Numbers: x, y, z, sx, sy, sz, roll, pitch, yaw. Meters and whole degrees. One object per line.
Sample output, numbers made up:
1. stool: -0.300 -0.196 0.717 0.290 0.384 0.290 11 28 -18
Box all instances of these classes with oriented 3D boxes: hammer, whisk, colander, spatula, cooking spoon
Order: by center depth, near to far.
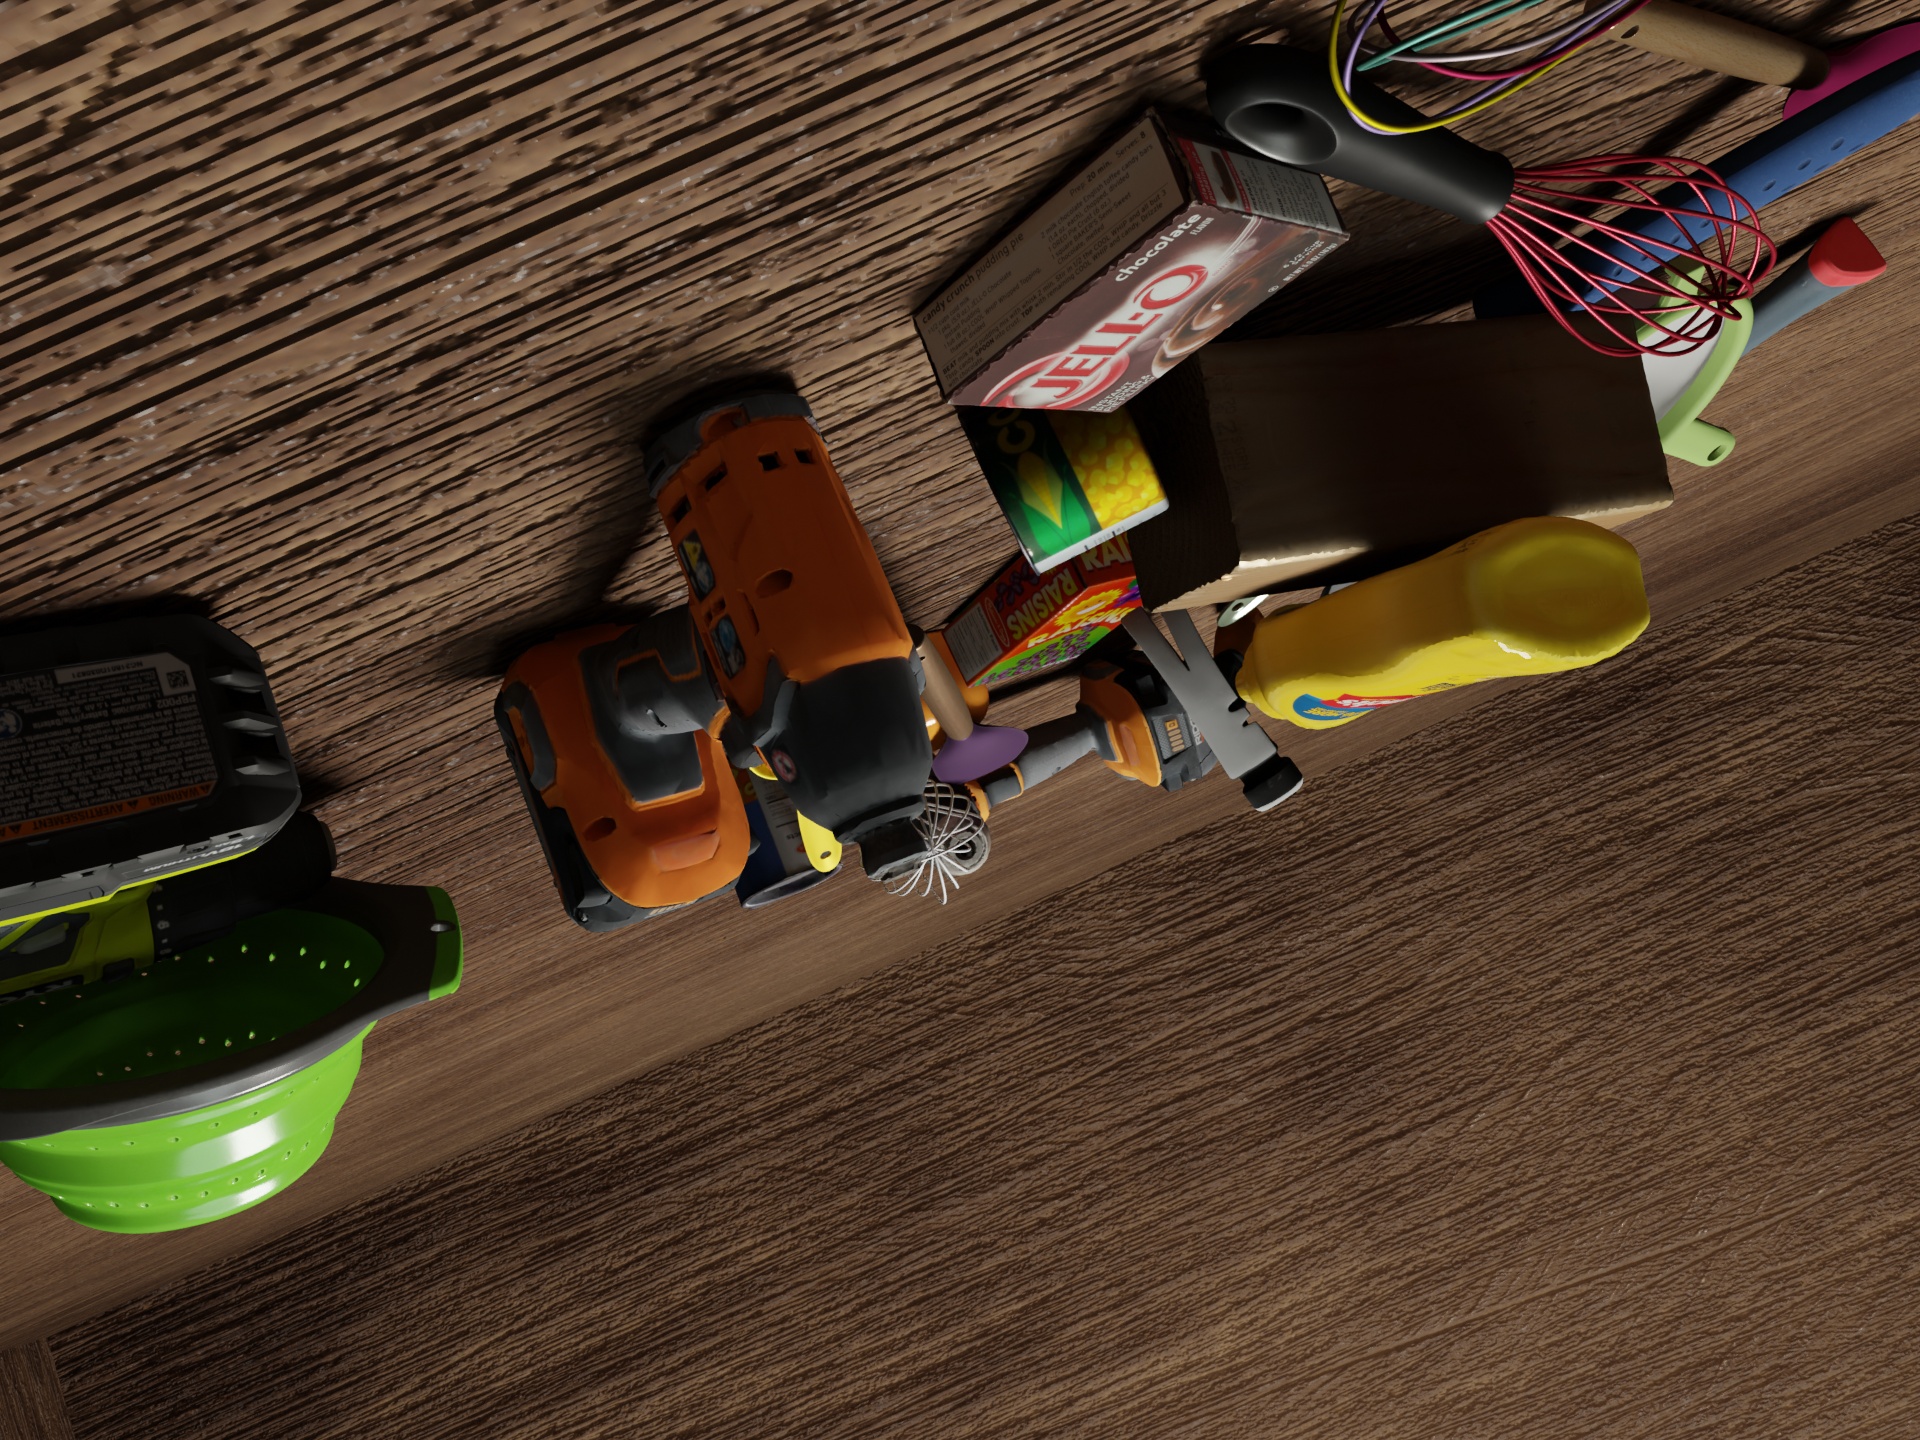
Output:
1. whisk: 0.207 -0.227 0.451 0.245 0.047 0.051 -26 -179 -13
2. whisk: 0.187 -0.175 0.535 0.295 0.073 0.073 3 154 -39
3. hammer: 0.355 -0.239 0.563 0.144 0.035 0.405 -15 173 -39
4. cooking spoon: 0.312 -0.248 0.602 0.319 0.017 0.068 -13 165 -43
5. colander: -0.402 0.154 0.637 0.397 0.094 0.205 -7 -161 -18
6. spatula: -0.001 -0.003 0.834 0.060 0.018 0.315 -23 166 2
7. whisk: -0.047 0.051 0.944 0.070 0.070 0.285 -22 -168 -10
8. hammer: 0.372 -0.160 0.974 0.386 0.038 0.143 -39 169 33
9. hammer: 0.165 -0.042 0.985 0.034 0.127 0.337 -34 -177 16

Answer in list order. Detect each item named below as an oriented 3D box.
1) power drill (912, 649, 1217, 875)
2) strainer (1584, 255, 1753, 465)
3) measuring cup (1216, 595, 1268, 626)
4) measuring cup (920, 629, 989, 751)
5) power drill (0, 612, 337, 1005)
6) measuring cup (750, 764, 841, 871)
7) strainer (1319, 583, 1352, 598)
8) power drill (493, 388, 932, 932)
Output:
1. power drill: 0.053 0.032 1.055 0.226 0.084 0.185 -21 -165 -10
2. strainer: 0.344 -0.173 0.834 0.256 0.069 0.151 -2 139 -50
3. measuring cup: 0.178 -0.114 0.797 0.083 0.038 0.167 7 136 -45
4. measuring cup: 0.011 -0.022 0.923 0.173 0.052 0.095 -18 167 -17
5. power drill: -0.306 0.045 0.558 0.190 0.080 0.228 -14 168 -34
6. measuring cup: -0.089 0.033 0.890 0.062 0.029 0.156 -24 143 -13
7. strainer: 0.219 -0.077 0.928 0.087 0.050 0.258 -7 150 -6
8. power drill: -0.090 0.005 0.586 0.084 0.164 0.226 -16 168 -36
